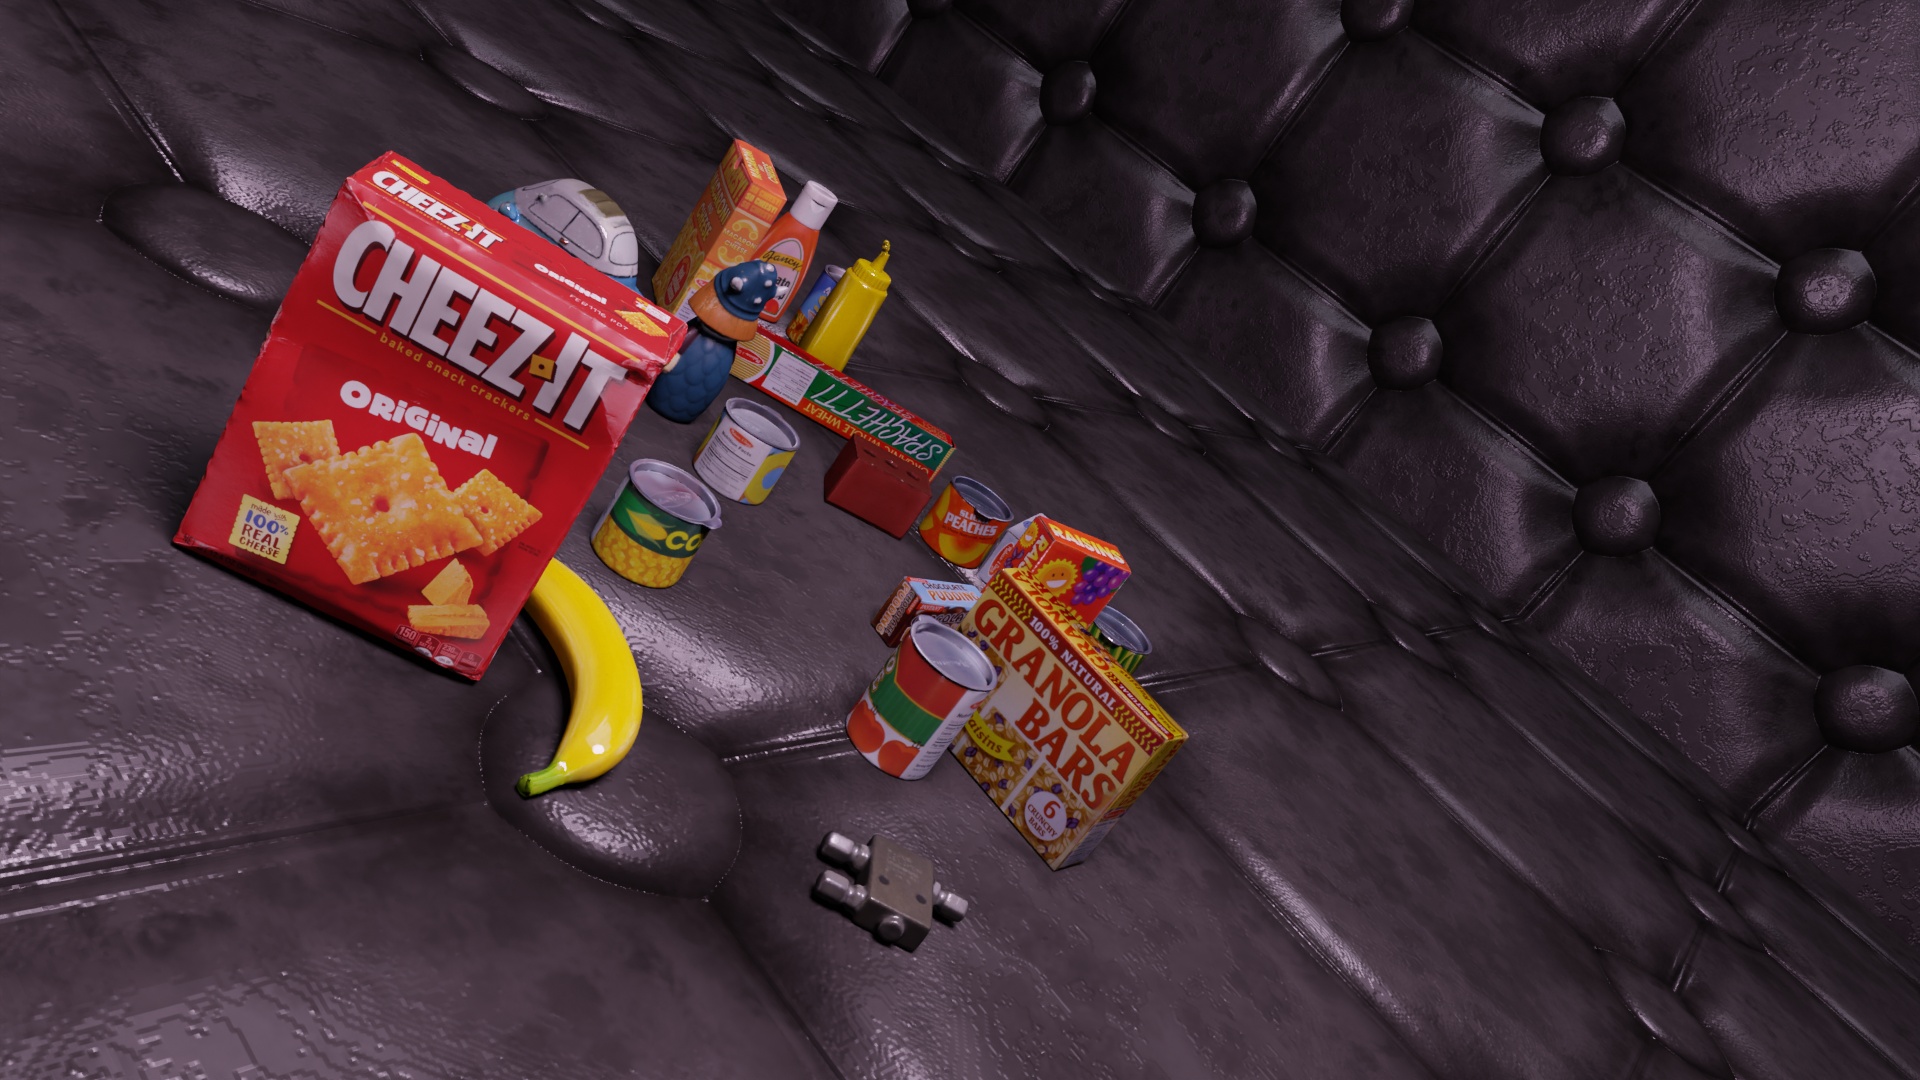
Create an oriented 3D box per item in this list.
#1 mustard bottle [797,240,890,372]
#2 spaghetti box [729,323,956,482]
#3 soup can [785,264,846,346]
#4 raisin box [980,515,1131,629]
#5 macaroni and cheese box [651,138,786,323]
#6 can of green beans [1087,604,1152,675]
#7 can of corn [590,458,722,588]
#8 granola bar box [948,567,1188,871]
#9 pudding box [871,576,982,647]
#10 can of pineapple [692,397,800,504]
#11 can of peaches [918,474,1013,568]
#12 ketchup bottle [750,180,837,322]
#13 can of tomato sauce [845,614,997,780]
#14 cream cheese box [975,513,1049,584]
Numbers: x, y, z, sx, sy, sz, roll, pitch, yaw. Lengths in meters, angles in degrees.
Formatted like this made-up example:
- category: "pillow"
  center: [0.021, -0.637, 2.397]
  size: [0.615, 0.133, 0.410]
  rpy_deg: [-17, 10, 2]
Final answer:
- category: "mustard bottle"
  center: [-0.110, -0.227, 1.377]
  size: [0.049, 0.159, 0.065]
  rpy_deg: [27, 22, -22]
- category: "spaghetti box"
  center: [-0.121, -0.133, 1.313]
  size: [0.250, 0.050, 0.029]
  rpy_deg: [29, 21, -17]
- category: "soup can"
  center: [-0.136, -0.238, 1.469]
  size: [0.071, 0.083, 0.071]
  rpy_deg: [31, 21, -13]
- category: "raisin box"
  center: [0.065, 0.048, 1.106]
  size: [0.086, 0.123, 0.040]
  rpy_deg: [22, 24, -33]
- category: "macaroni and cheese box"
  center: [-0.229, -0.278, 1.295]
  size: [0.040, 0.166, 0.124]
  rpy_deg: [24, 23, -29]
- category: "can of green beans"
  center: [0.119, 0.095, 1.183]
  size: [0.071, 0.057, 0.071]
  rpy_deg: [31, 21, -13]
- category: "can of corn"
  center: [-0.199, -0.009, 0.912]
  size: [0.071, 0.058, 0.071]
  rpy_deg: [31, 21, -13]
- category: "granola bar box"
  center: [0.054, 0.118, 0.936]
  size: [0.166, 0.123, 0.039]
  rpy_deg: [46, 22, 26]
- category: "pudding box"
  center: [-0.021, 0.057, 1.058]
  size: [0.084, 0.049, 0.030]
  rpy_deg: [11, 32, -49]
- category: "can of pineapple"
  center: [-0.168, -0.070, 1.093]
  size: [0.071, 0.057, 0.071]
  rpy_deg: [31, 21, -13]
- category: "can of peaches"
  center: [0.004, -0.016, 1.243]
  size: [0.071, 0.058, 0.071]
  rpy_deg: [31, 21, -13]
- category: "ketchup bottle"
  center: [-0.181, -0.303, 1.447]
  size: [0.064, 0.148, 0.044]
  rpy_deg: [27, 22, -23]
- category: "can of tomato sauce"
  center: [-0.027, 0.102, 0.901]
  size: [0.071, 0.082, 0.071]
  rpy_deg: [31, 21, -13]
- category: "cream cheese box"
  center: [0.053, 0.009, 1.271]
  size: [0.024, 0.053, 0.104]
  rpy_deg: [40, 21, 10]
